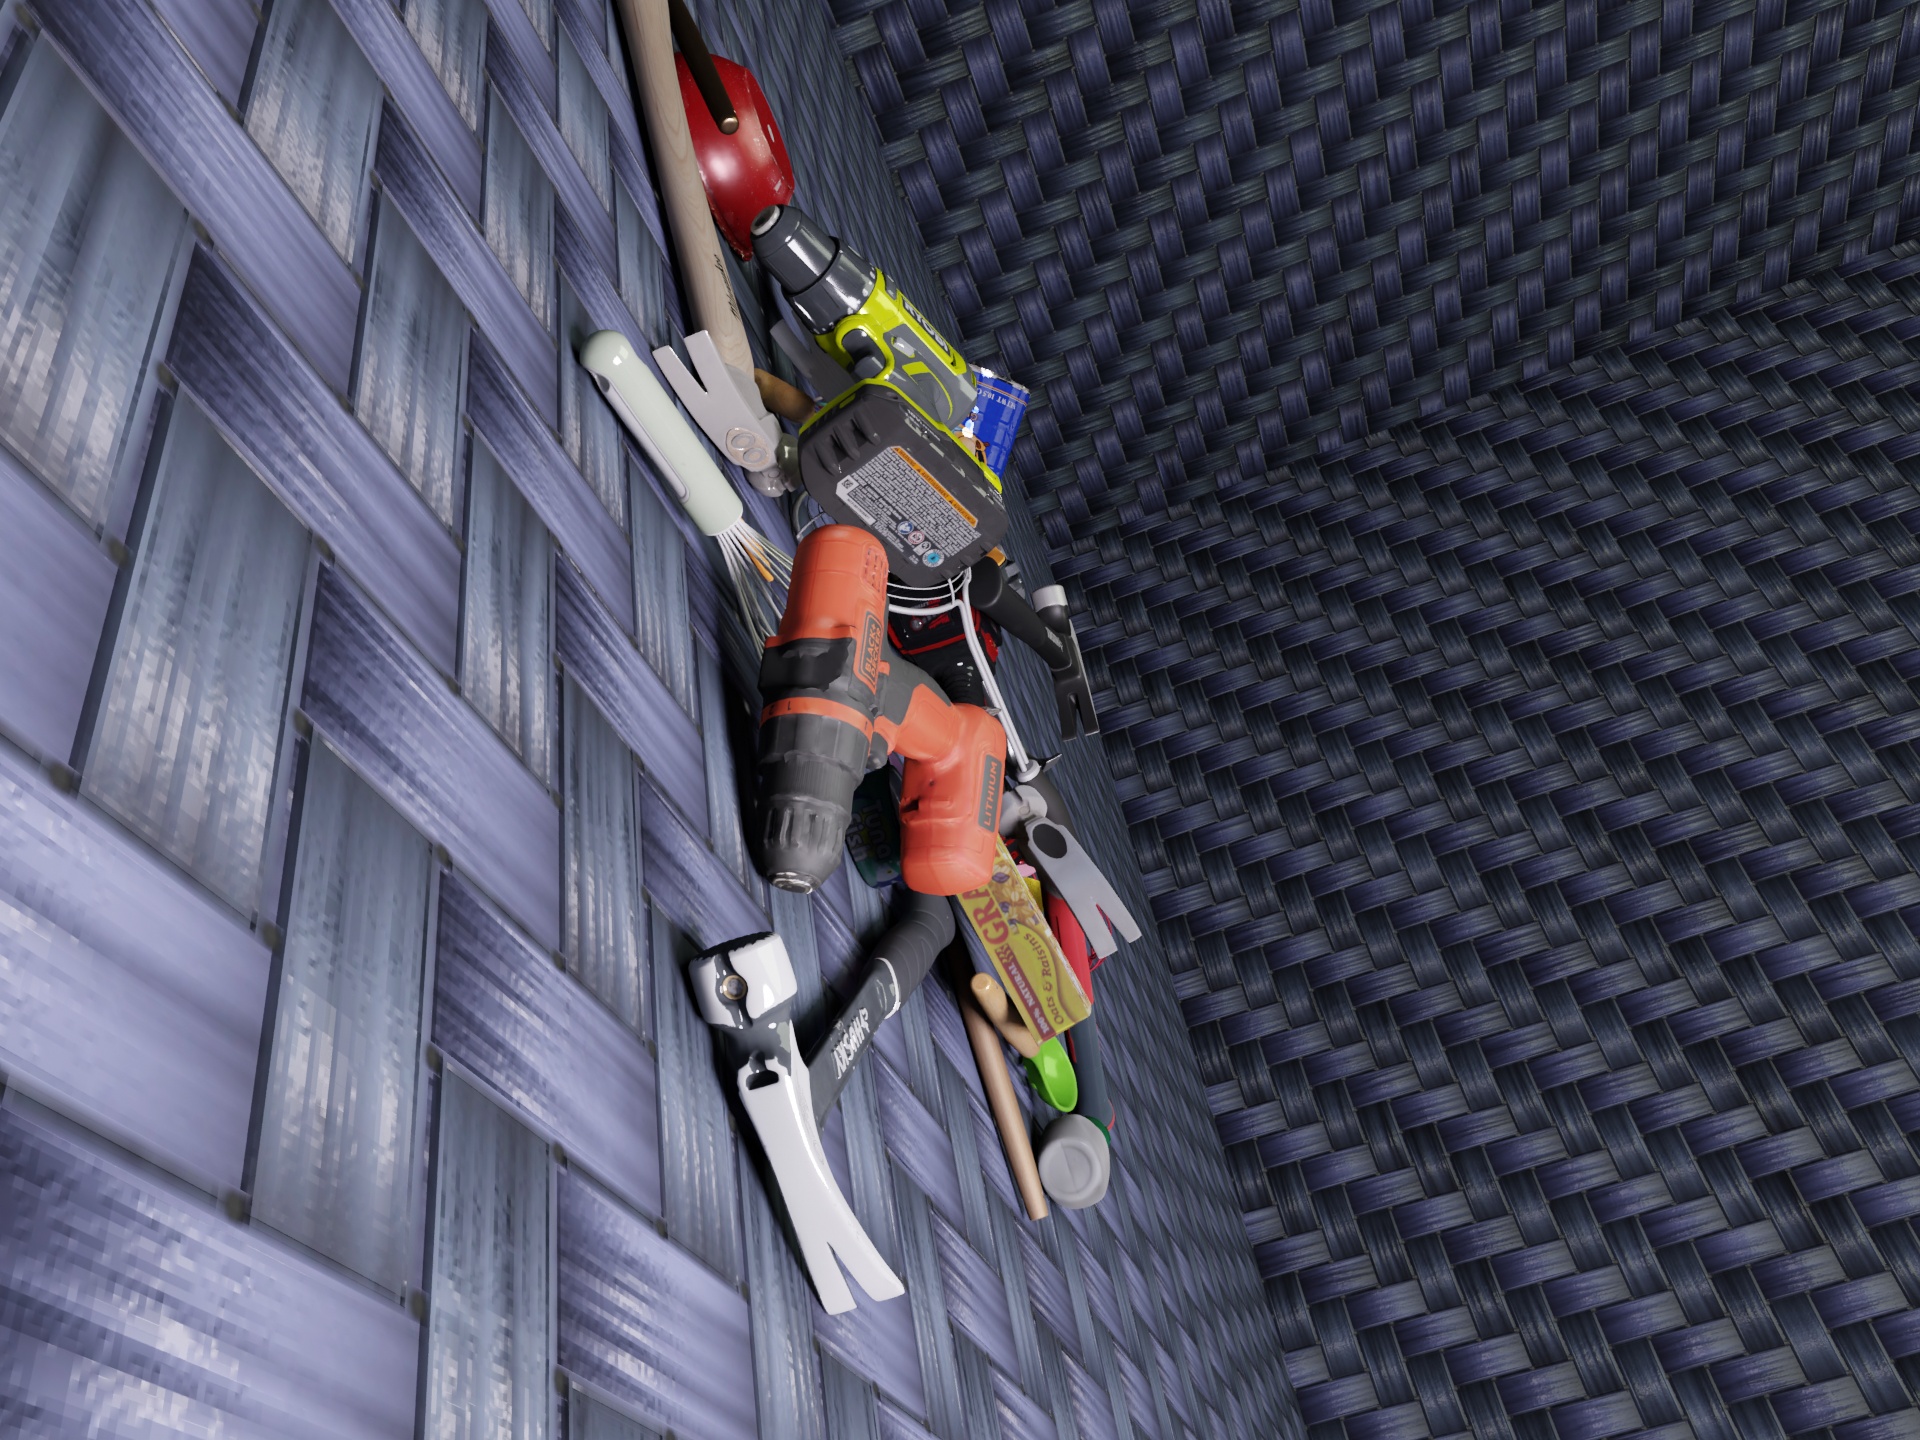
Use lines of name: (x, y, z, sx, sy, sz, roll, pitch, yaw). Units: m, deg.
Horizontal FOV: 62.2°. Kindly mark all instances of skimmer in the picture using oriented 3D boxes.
skimmer: (-0.001, -0.010, 1.115, 0.363, 0.090, 0.127, 65, 29, -25)

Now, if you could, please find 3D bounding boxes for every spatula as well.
spatula: (0.003, 0.168, 1.041, 0.059, 0.018, 0.316, 52, 19, -75)

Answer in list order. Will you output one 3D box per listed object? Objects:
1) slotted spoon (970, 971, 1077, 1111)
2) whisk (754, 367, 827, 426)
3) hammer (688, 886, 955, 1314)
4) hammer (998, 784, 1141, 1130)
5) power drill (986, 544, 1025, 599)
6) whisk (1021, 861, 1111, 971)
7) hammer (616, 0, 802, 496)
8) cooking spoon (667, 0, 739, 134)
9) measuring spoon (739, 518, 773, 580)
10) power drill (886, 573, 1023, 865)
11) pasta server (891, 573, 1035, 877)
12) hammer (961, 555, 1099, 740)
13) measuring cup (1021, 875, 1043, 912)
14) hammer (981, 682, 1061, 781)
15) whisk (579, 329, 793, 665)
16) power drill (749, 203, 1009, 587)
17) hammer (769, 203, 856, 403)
slotted spoon: (0.041, 0.209, 1.055, 0.313, 0.031, 0.070, 63, 7, -65)
whisk: (-0.111, -0.220, 1.136, 0.047, 0.051, 0.245, 51, 10, 6)
hammer: (-0.039, 0.138, 0.767, 0.409, 0.036, 0.149, -30, 102, -82)
hammer: (0.092, 0.216, 1.169, 0.143, 0.038, 0.385, 53, -17, 40)
power drill: (-0.019, -0.198, 1.458, 0.185, 0.084, 0.226, -127, -168, -73)
whisk: (0.058, 0.111, 1.422, 0.295, 0.073, 0.073, 62, 11, -23)
hammer: (-0.175, -0.338, 0.973, 0.146, 0.038, 0.411, 51, 21, -64)
cooking spoon: (-0.199, -0.498, 1.121, 0.068, 0.017, 0.319, 69, -2, -53)
measuring spoon: (-0.123, -0.101, 0.866, 0.116, 0.011, 0.021, 60, 13, -69)
power drill: (-0.002, -0.004, 1.225, 0.143, 0.078, 0.220, 54, 21, -60)
pasta server: (0.000, 0.012, 1.326, 0.060, 0.040, 0.316, 12, 57, -61)
hammer: (0.059, -0.072, 1.326, 0.334, 0.035, 0.146, 28, 48, -73)
measuring cup: (0.015, 0.120, 1.148, 0.156, 0.062, 0.029, 41, 44, -58)
hammer: (-0.022, -0.122, 1.378, 0.405, 0.035, 0.144, 65, -14, -18)
whisk: (-0.115, -0.094, 0.783, 0.058, 0.059, 0.246, 28, -21, 41)
power drill: (-0.054, -0.209, 0.990, 0.190, 0.080, 0.229, 40, 26, -38)
hammer: (-0.111, -0.315, 1.208, 0.128, 0.033, 0.331, 41, 18, -41)
